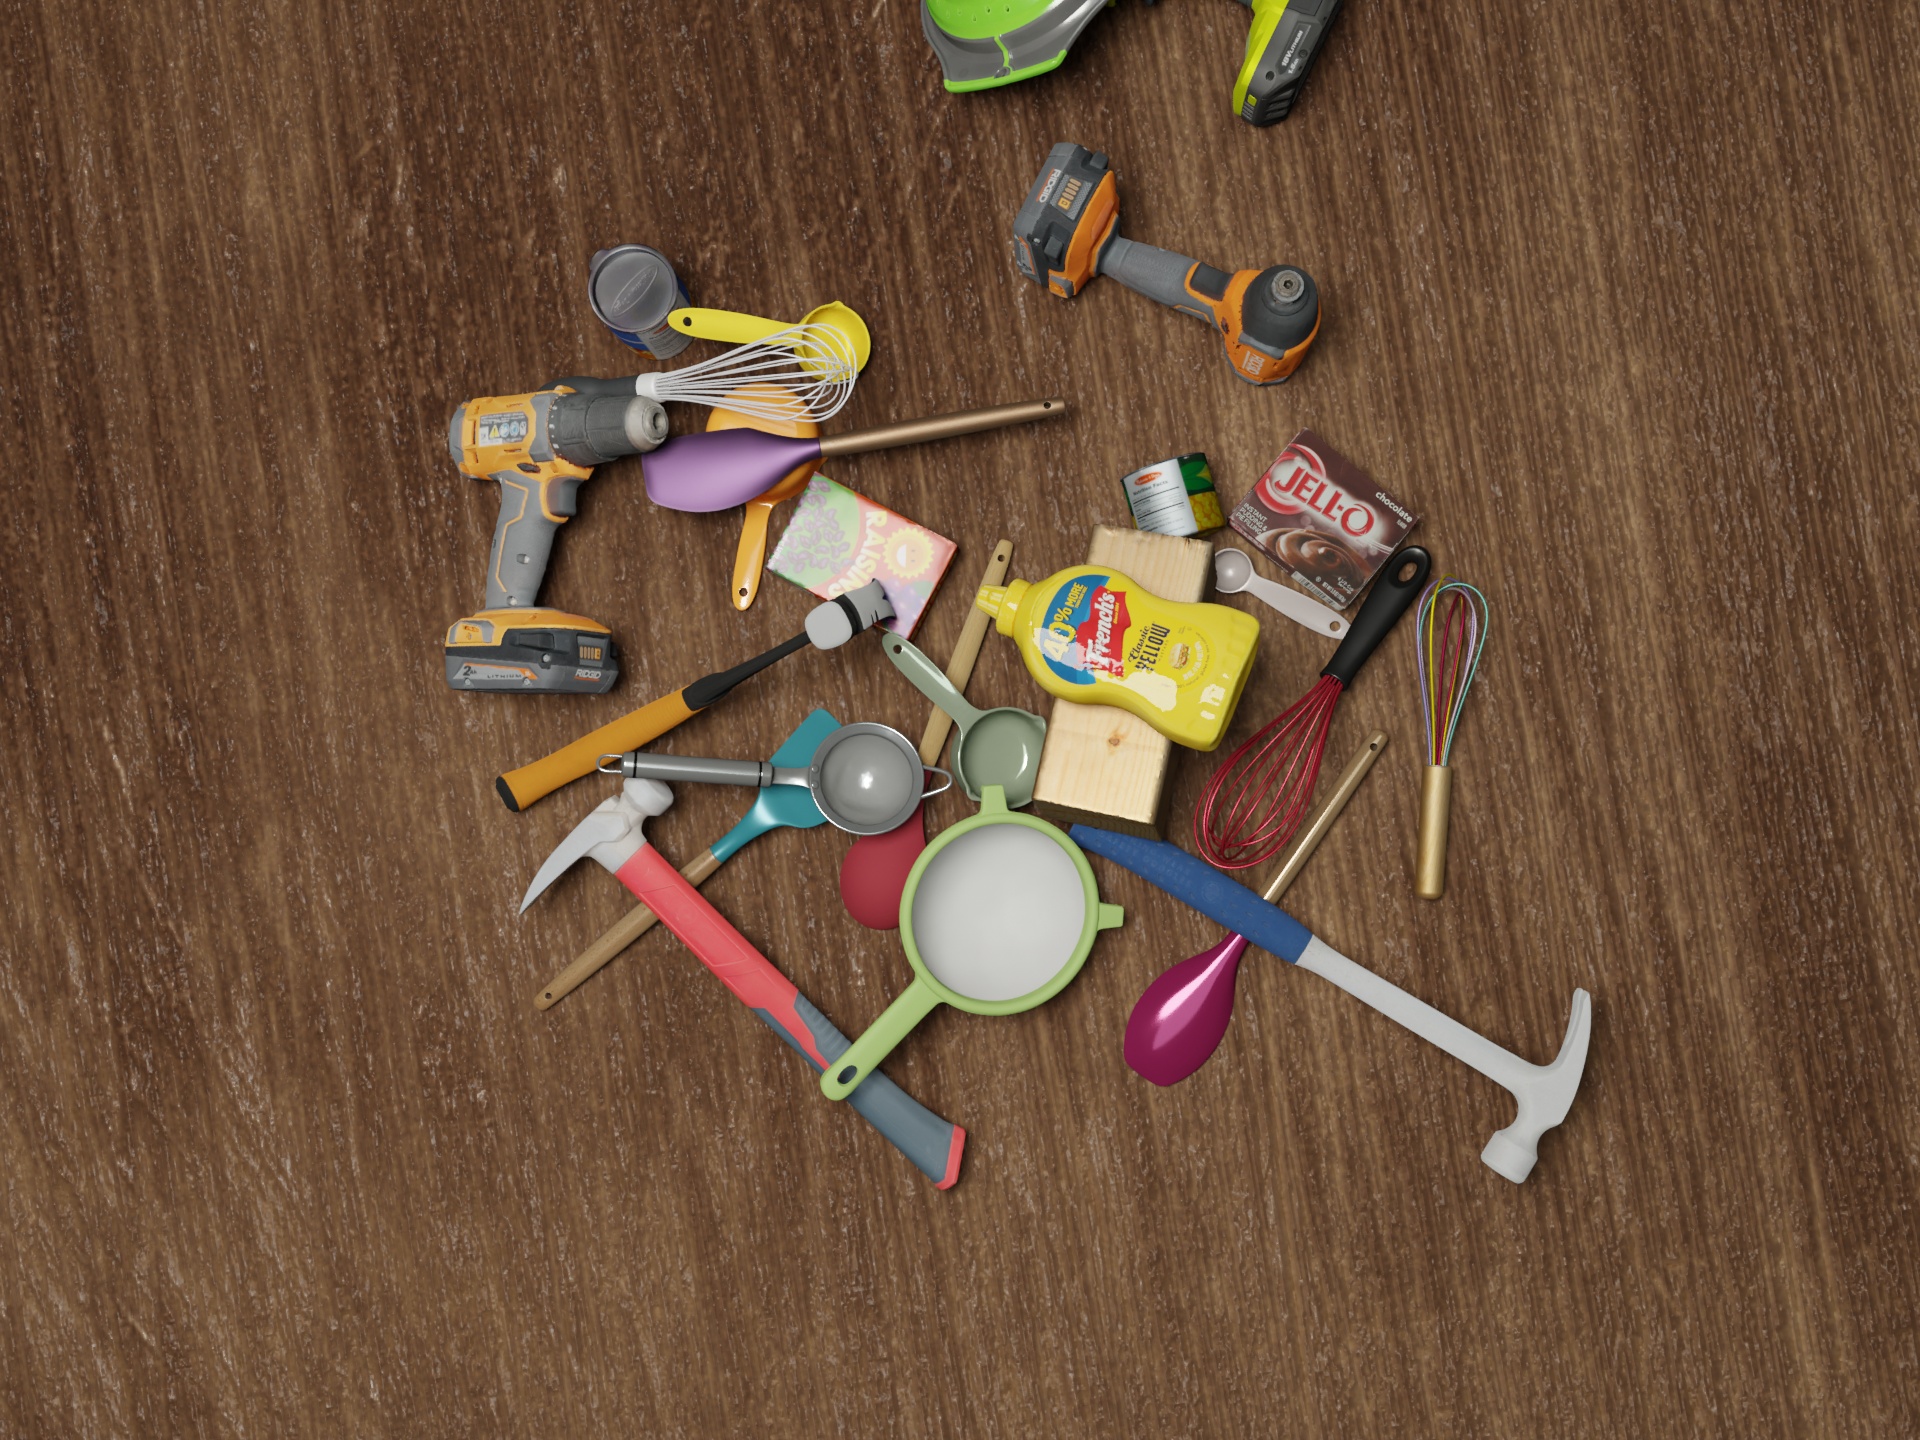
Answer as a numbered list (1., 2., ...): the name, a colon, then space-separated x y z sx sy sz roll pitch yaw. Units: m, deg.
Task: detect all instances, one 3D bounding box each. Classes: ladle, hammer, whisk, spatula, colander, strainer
1. ladle: -0.017 0.010 1.215 0.069 0.031 0.315 20 88 -1
2. hammer: 0.265 0.169 1.171 0.405 0.035 0.144 31 91 10
3. whisk: 0.267 -0.013 1.178 0.073 0.073 0.296 35 78 2
4. spatula: -0.203 0.120 1.221 0.317 0.044 0.082 -39 89 5
5. whisk: -0.200 -0.249 1.174 0.285 0.070 0.070 1 89 26
6. spatula: -0.078 -0.204 1.176 0.316 0.018 0.060 -11 88 -1
7. colander: 0.049 -0.660 1.159 0.204 0.094 0.397 3 74 37
8. strainer: -0.136 0.040 1.171 0.258 0.050 0.087 5 73 -13
9. strainer: -0.014 0.176 1.181 0.256 0.069 0.151 -46 104 -4
10. hammer: -0.151 0.218 1.191 0.143 0.038 0.386 -44 94 8
11. hammer: -0.204 -0.014 1.176 0.337 0.127 0.034 -26 95 18
12. whisk: 0.363 0.012 1.195 0.051 0.047 0.245 4 93 14

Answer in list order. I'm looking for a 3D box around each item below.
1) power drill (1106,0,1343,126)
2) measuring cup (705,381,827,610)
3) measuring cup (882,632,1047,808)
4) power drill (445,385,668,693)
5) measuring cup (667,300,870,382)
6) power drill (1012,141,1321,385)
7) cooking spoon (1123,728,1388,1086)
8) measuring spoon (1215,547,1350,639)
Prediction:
1. power drill: 0.160 -0.543 1.196 0.228 0.080 0.190 26 89 5
2. measuring cup: -0.157 -0.172 1.209 0.095 0.052 0.173 9 87 2
3. measuring cup: -0.002 -0.004 1.190 0.167 0.038 0.083 45 78 -11
4. power drill: -0.297 -0.134 1.174 0.185 0.084 0.226 0 87 29
5. measuring cup: -0.145 -0.289 1.195 0.156 0.029 0.062 3 92 -23
6. power drill: 0.154 -0.327 1.148 0.226 0.164 0.084 28 90 4
7. cooking spoon: 0.228 0.139 1.206 0.069 0.017 0.319 35 91 3
8. measuring spoon: 0.244 -0.095 1.215 0.124 0.018 0.034 27 106 -4
